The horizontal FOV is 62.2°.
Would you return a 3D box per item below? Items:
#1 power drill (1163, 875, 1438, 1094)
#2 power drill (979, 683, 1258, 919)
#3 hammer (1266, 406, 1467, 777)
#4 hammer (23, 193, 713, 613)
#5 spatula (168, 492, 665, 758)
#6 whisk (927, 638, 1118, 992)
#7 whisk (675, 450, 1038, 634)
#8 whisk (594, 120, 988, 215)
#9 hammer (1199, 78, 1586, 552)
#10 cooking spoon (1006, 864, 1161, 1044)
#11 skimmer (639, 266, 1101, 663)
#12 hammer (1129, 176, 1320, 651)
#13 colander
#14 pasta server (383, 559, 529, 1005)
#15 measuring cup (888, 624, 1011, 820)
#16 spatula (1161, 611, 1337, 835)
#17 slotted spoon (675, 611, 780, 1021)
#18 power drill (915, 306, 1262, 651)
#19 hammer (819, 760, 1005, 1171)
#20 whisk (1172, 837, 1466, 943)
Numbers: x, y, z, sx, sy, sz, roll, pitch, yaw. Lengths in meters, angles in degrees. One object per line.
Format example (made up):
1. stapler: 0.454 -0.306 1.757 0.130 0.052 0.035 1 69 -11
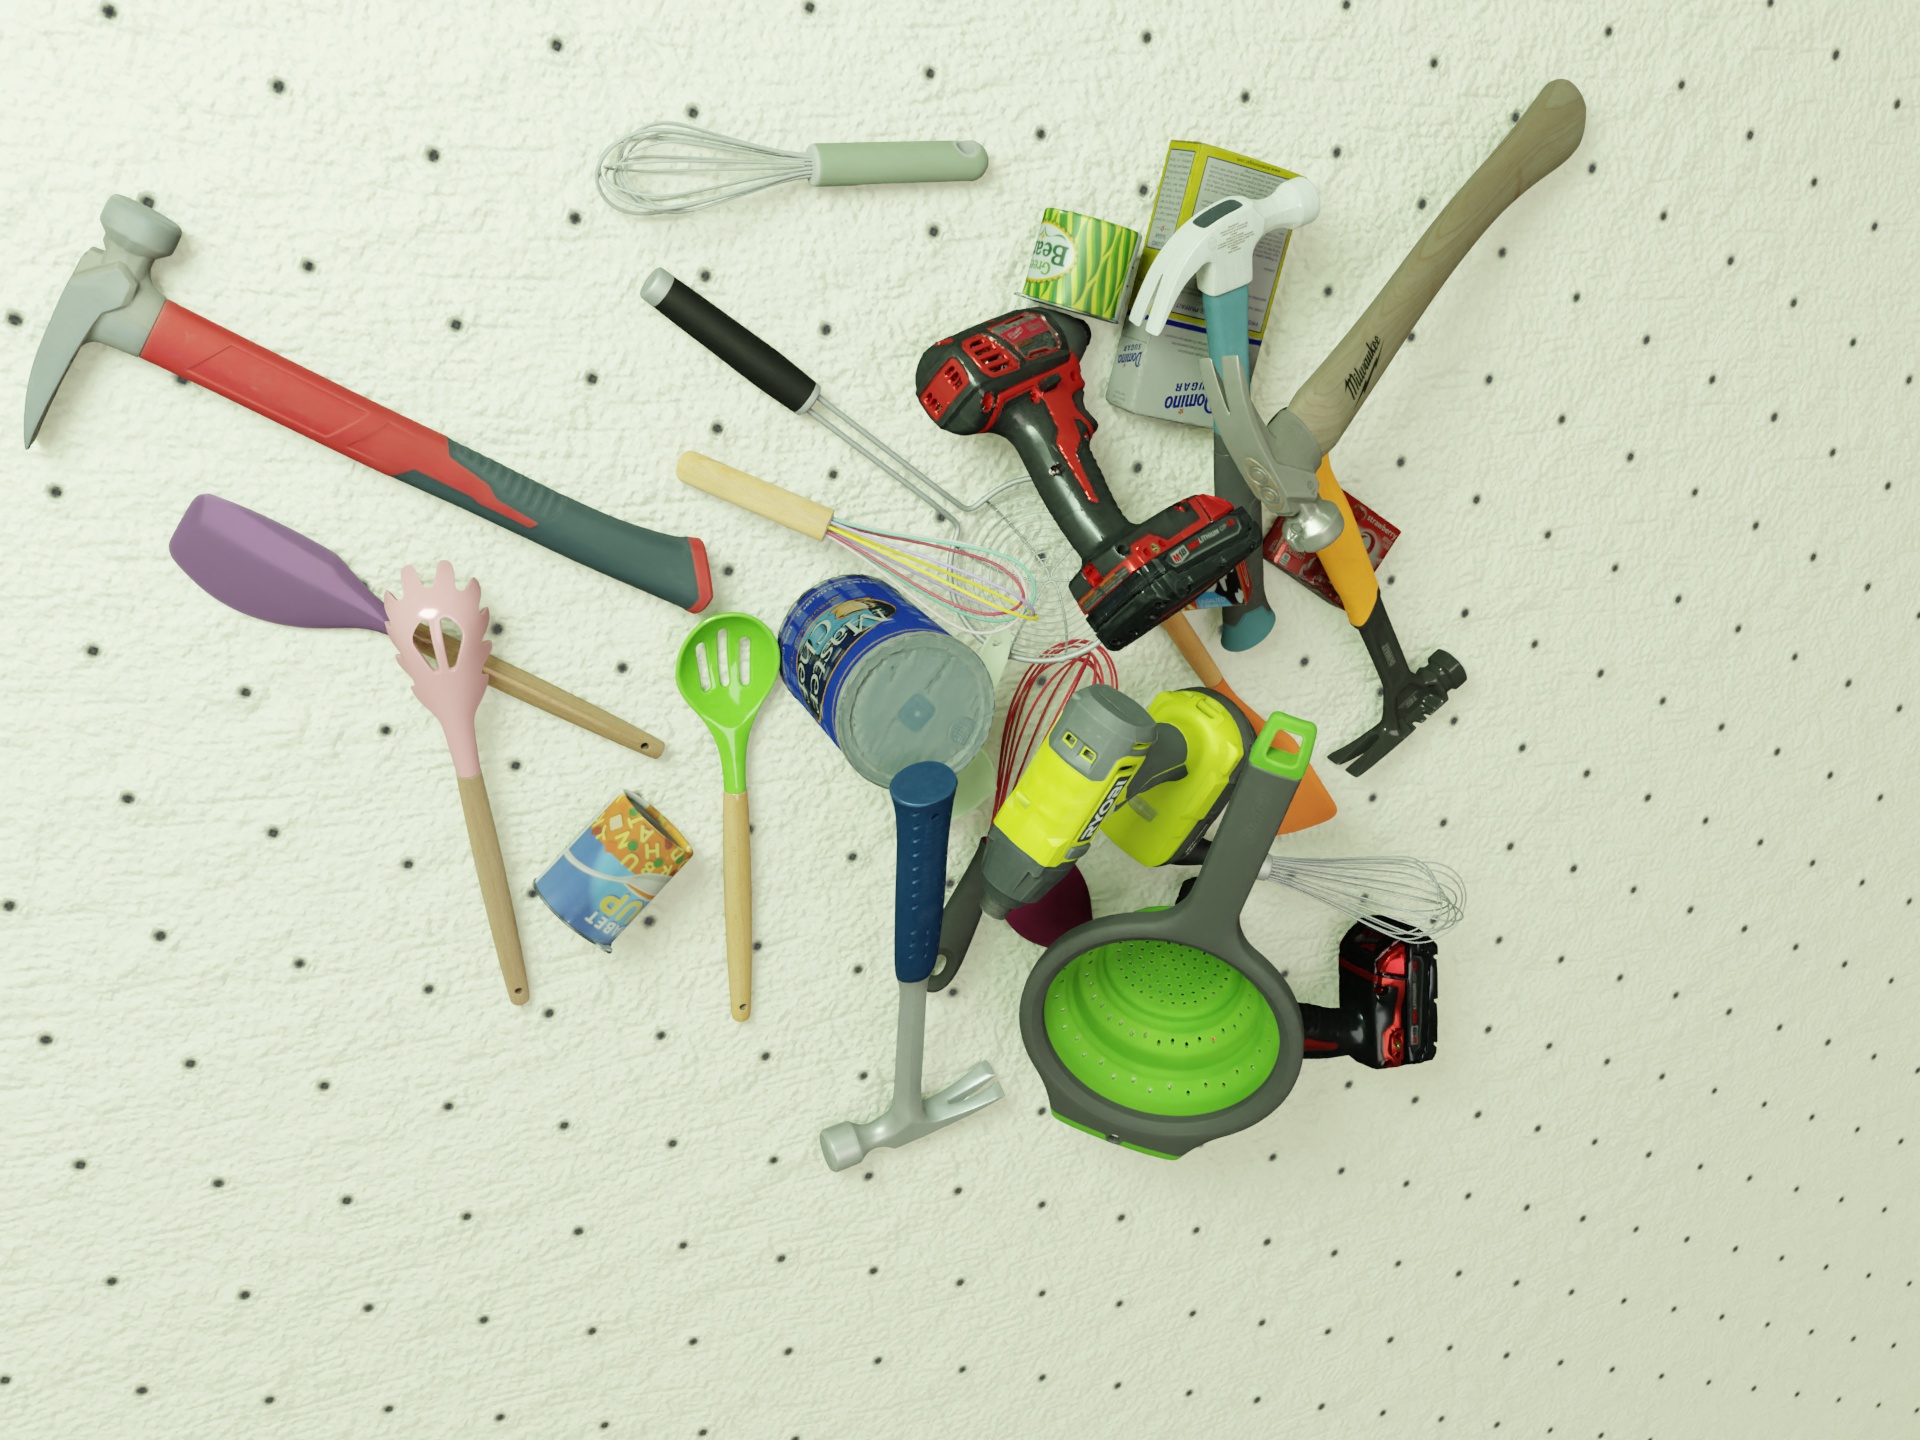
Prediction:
1. power drill: 0.269 0.209 1.287 0.226 0.080 0.188 -6 99 -18
2. power drill: 0.105 0.052 1.090 0.223 0.080 0.171 -8 133 -57
3. hammer: 0.281 -0.094 1.158 0.127 0.034 0.336 -41 133 -5
4. hammer: -0.322 -0.140 0.926 0.386 0.038 0.143 26 100 -29
5. spatula: -0.321 -0.044 0.975 0.315 0.018 0.060 28 102 -28
6. whisk: 0.034 0.074 1.151 0.073 0.073 0.295 16 109 -27
7. whisk: -0.062 -0.114 0.994 0.245 0.047 0.051 23 131 -3
8. whisk: -0.096 -0.330 0.948 0.246 0.058 0.059 -10 148 -22
9. hammer: 0.302 -0.302 1.052 0.411 0.038 0.146 -51 123 -21
10. cooking spoon: 0.127 0.209 1.263 0.069 0.017 0.318 -43 120 -5
11. skimmer: -0.041 -0.164 1.005 0.363 0.090 0.127 34 94 -29
12. hammer: 0.187 -0.188 1.078 0.128 0.033 0.330 -24 129 -15
13. colander: 0.171 0.140 1.130 0.204 0.095 0.396 19 124 4
14. pasta server: -0.305 0.051 1.003 0.060 0.040 0.316 -10 122 -13
15. measuring cup: -0.002 -0.003 1.092 0.083 0.038 0.167 8 123 -22
16. spatula: 0.174 -0.040 1.171 0.081 0.041 0.322 -18 123 34
17. slotted spoon: -0.155 0.071 1.086 0.070 0.031 0.313 -7 114 -20
18. power drill: 0.082 -0.166 1.009 0.143 0.078 0.220 -33 84 -41
19. hammer: -0.027 0.177 1.094 0.144 0.035 0.405 -16 139 -20
20. whisk: 0.261 0.120 1.237 0.284 0.070 0.070 13 105 -8
